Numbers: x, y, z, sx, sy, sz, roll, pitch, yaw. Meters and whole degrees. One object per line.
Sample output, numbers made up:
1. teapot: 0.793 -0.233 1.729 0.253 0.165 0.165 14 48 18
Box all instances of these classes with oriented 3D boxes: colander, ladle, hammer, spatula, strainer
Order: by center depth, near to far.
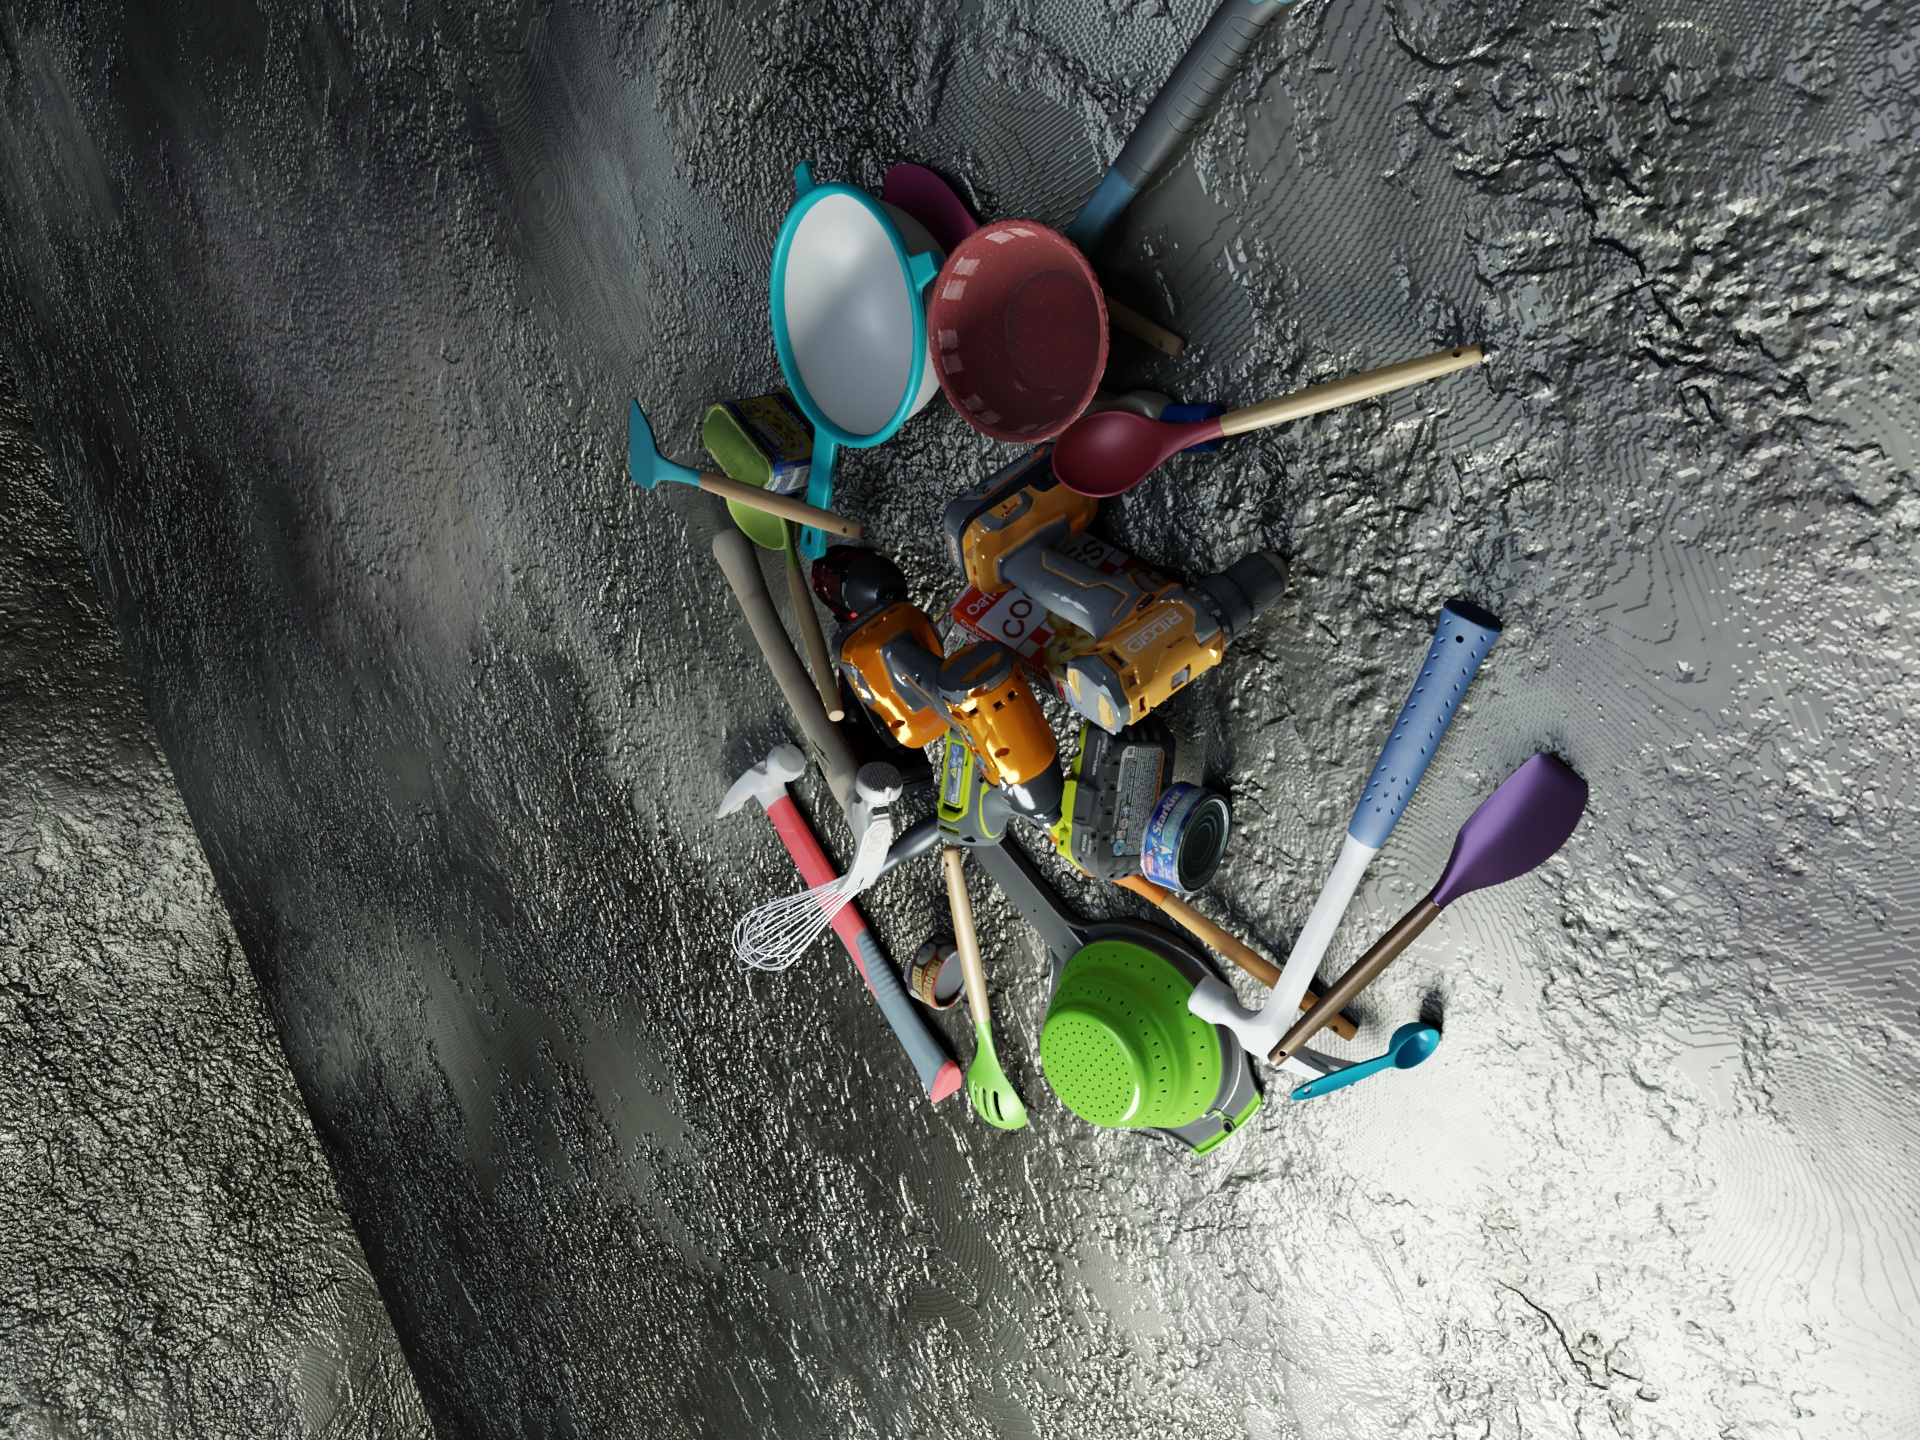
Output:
1. ladle: 0.209 -0.216 1.121 0.315 0.031 0.069 -11 73 31
2. spatula: 0.327 0.148 1.144 0.060 0.018 0.316 40 115 4
3. hammer: 0.129 -0.403 1.145 0.128 0.033 0.331 52 129 14
4. hammer: 0.299 0.099 1.175 0.144 0.035 0.405 31 122 22
5. spatula: 0.195 0.159 1.322 0.323 0.041 0.081 36 127 23
6. strainer: -0.076 -0.289 1.357 0.211 0.095 0.340 44 137 33
7. colander: 0.086 0.222 1.394 0.397 0.094 0.204 49 132 17
8. ladle: -0.155 -0.112 1.428 0.078 0.062 0.321 84 169 -47
9. spatula: -0.204 -0.214 1.431 0.318 0.044 0.082 22 120 30
10. hammer: -0.155 -0.030 1.470 0.411 0.038 0.146 60 147 38
11. hammer: -0.120 0.218 1.626 0.143 0.038 0.386 -40 77 45

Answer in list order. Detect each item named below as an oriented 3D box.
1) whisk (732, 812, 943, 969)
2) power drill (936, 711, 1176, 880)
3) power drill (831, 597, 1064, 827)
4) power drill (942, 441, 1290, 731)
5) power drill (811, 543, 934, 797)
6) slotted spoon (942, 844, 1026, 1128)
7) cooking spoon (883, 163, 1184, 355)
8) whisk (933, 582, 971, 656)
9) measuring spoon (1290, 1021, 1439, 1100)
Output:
1. whisk: -0.117 0.165 1.550 0.284 0.070 0.070 -35 80 24
2. power drill: 0.070 0.036 1.332 0.223 0.080 0.171 15 101 49
3. power drill: -0.002 -0.004 1.274 0.227 0.084 0.164 28 151 55
4. power drill: 0.117 -0.115 1.198 0.226 0.185 0.084 47 163 30
5. power drill: -0.082 -0.044 1.442 0.143 0.078 0.219 27 123 59
6. slotted spoon: 0.014 0.258 1.493 0.070 0.031 0.313 12 120 43
7. cooking spoon: 0.051 -0.362 1.259 0.319 0.017 0.068 37 136 28
8. whisk: 0.022 -0.126 1.361 0.047 0.051 0.244 49 129 26
9. measuring spoon: 0.300 0.255 1.196 0.021 0.128 0.042 -124 22 -48
